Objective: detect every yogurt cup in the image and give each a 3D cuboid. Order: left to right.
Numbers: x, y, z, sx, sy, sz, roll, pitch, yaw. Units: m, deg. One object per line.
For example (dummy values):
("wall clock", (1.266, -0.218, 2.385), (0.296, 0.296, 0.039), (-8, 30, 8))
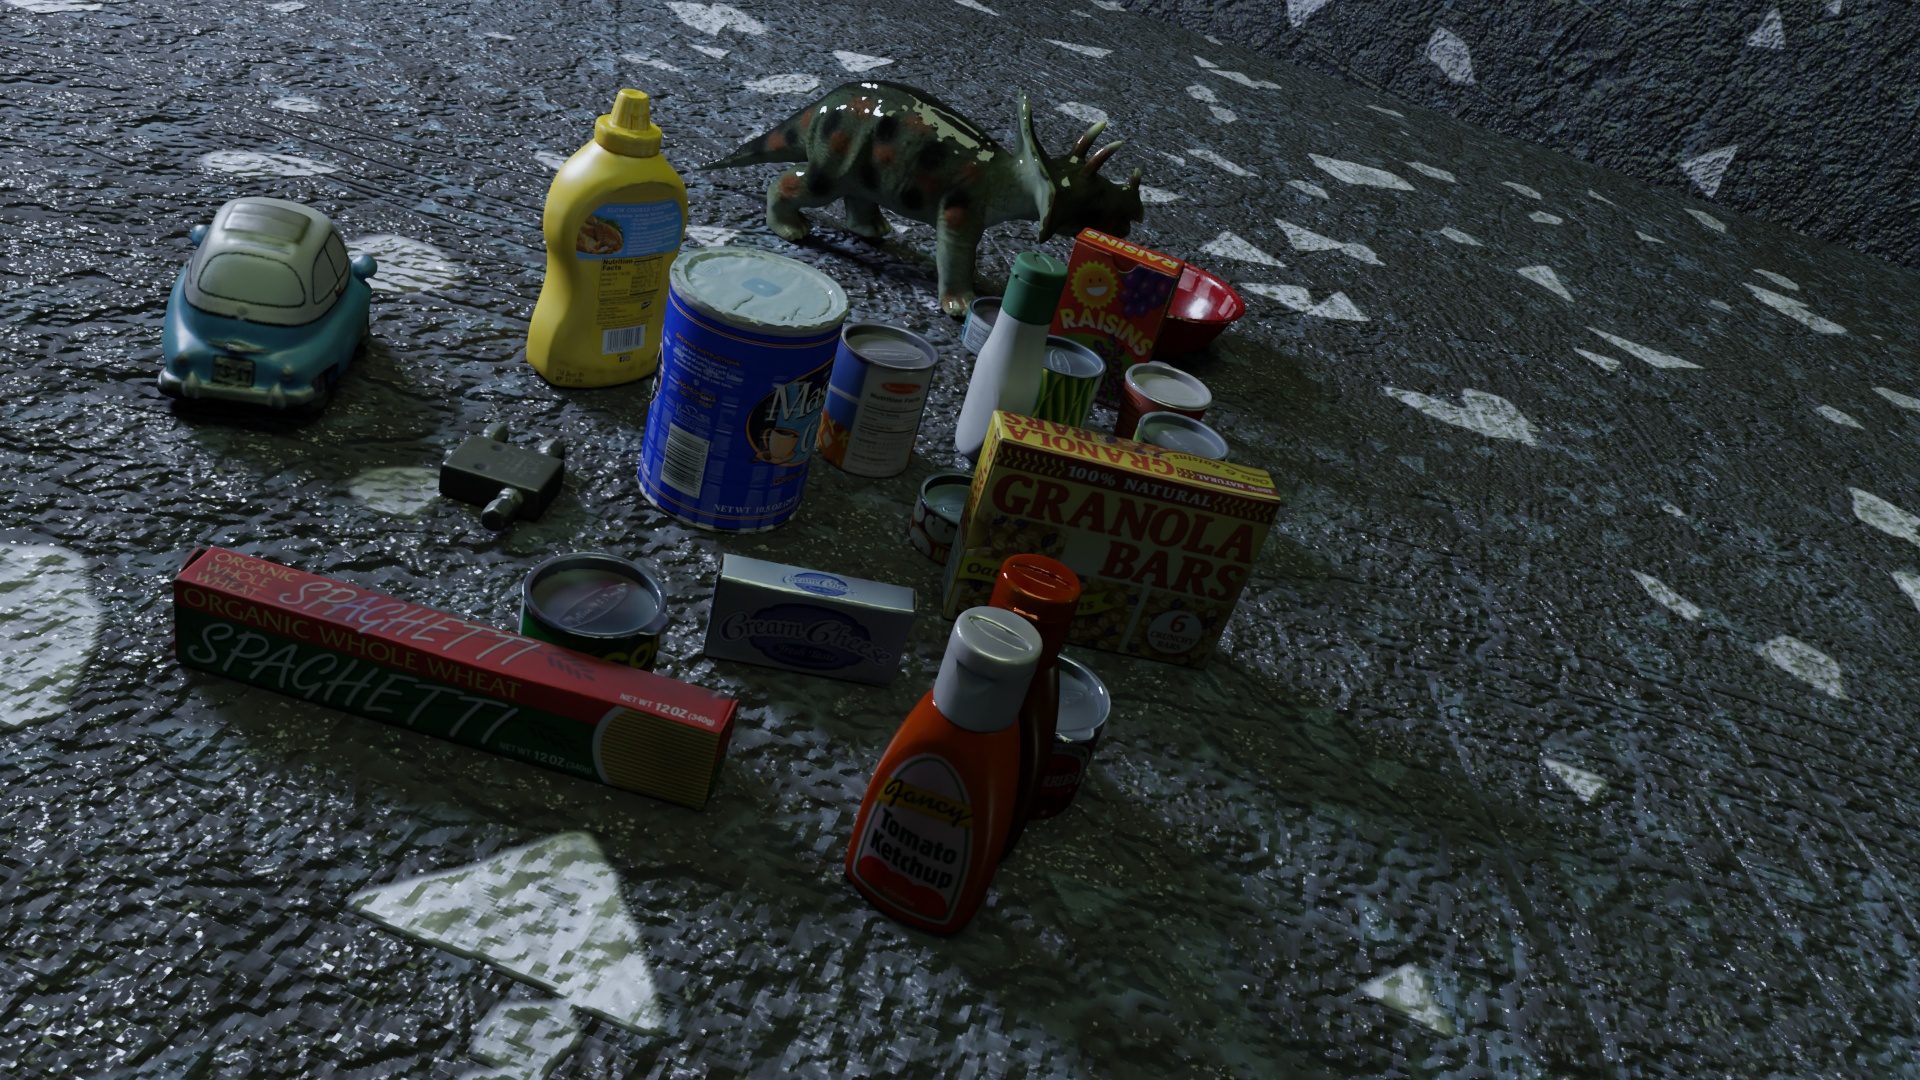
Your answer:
("yogurt cup", (0.151, -0.096, 1.060), (0.072, 0.053, 0.073), (13, 31, -8))

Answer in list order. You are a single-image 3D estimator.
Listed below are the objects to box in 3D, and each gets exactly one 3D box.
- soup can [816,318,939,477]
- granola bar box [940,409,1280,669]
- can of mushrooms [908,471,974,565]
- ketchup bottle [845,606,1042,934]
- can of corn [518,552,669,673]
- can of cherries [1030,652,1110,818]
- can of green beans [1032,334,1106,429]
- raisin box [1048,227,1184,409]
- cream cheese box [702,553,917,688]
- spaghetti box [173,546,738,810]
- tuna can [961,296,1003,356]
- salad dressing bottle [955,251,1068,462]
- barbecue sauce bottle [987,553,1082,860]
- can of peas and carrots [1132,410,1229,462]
("soup can", (-0.057, -0.095, 0.926), (0.071, 0.083, 0.072), (13, 31, -8))
("granola bar box", (0.083, 0.003, 0.801), (0.166, 0.123, 0.039), (12, 31, -9))
("can of mushrooms", (0.003, -0.011, 0.870), (0.071, 0.033, 0.071), (13, 31, -8))
("ketchup bottle", (-0.003, 0.096, 0.586), (0.065, 0.148, 0.044), (26, 32, 15))
("can of corn", (-0.175, 0.049, 0.662), (0.071, 0.058, 0.071), (13, 31, -8))
("can of cherries", (0.035, 0.097, 0.691), (0.071, 0.058, 0.072), (13, 31, -8))
("can of green beans", (0.070, -0.114, 1.044), (0.071, 0.057, 0.071), (13, 31, -8))
("raisin box", (0.116, -0.174, 1.099), (0.086, 0.122, 0.040), (22, 31, 8))
("cream cheese box", (-0.079, 0.043, 0.725), (0.104, 0.053, 0.024), (11, 31, -10))
("spaghetti box", (-0.227, 0.062, 0.624), (0.250, 0.050, 0.029), (16, 31, -2))
("tuna can", (0.036, -0.173, 1.145), (0.071, 0.032, 0.071), (13, 31, -8))
("salad dressing bottle", (0.036, -0.124, 0.956), (0.044, 0.146, 0.064), (4, 33, -21))
("barbecue sauce bottle", (0.016, 0.076, 0.628), (0.065, 0.147, 0.044), (22, 31, 7))
("can of peas and carrots", (0.147, -0.049, 0.978), (0.071, 0.058, 0.071), (13, 31, -8))
